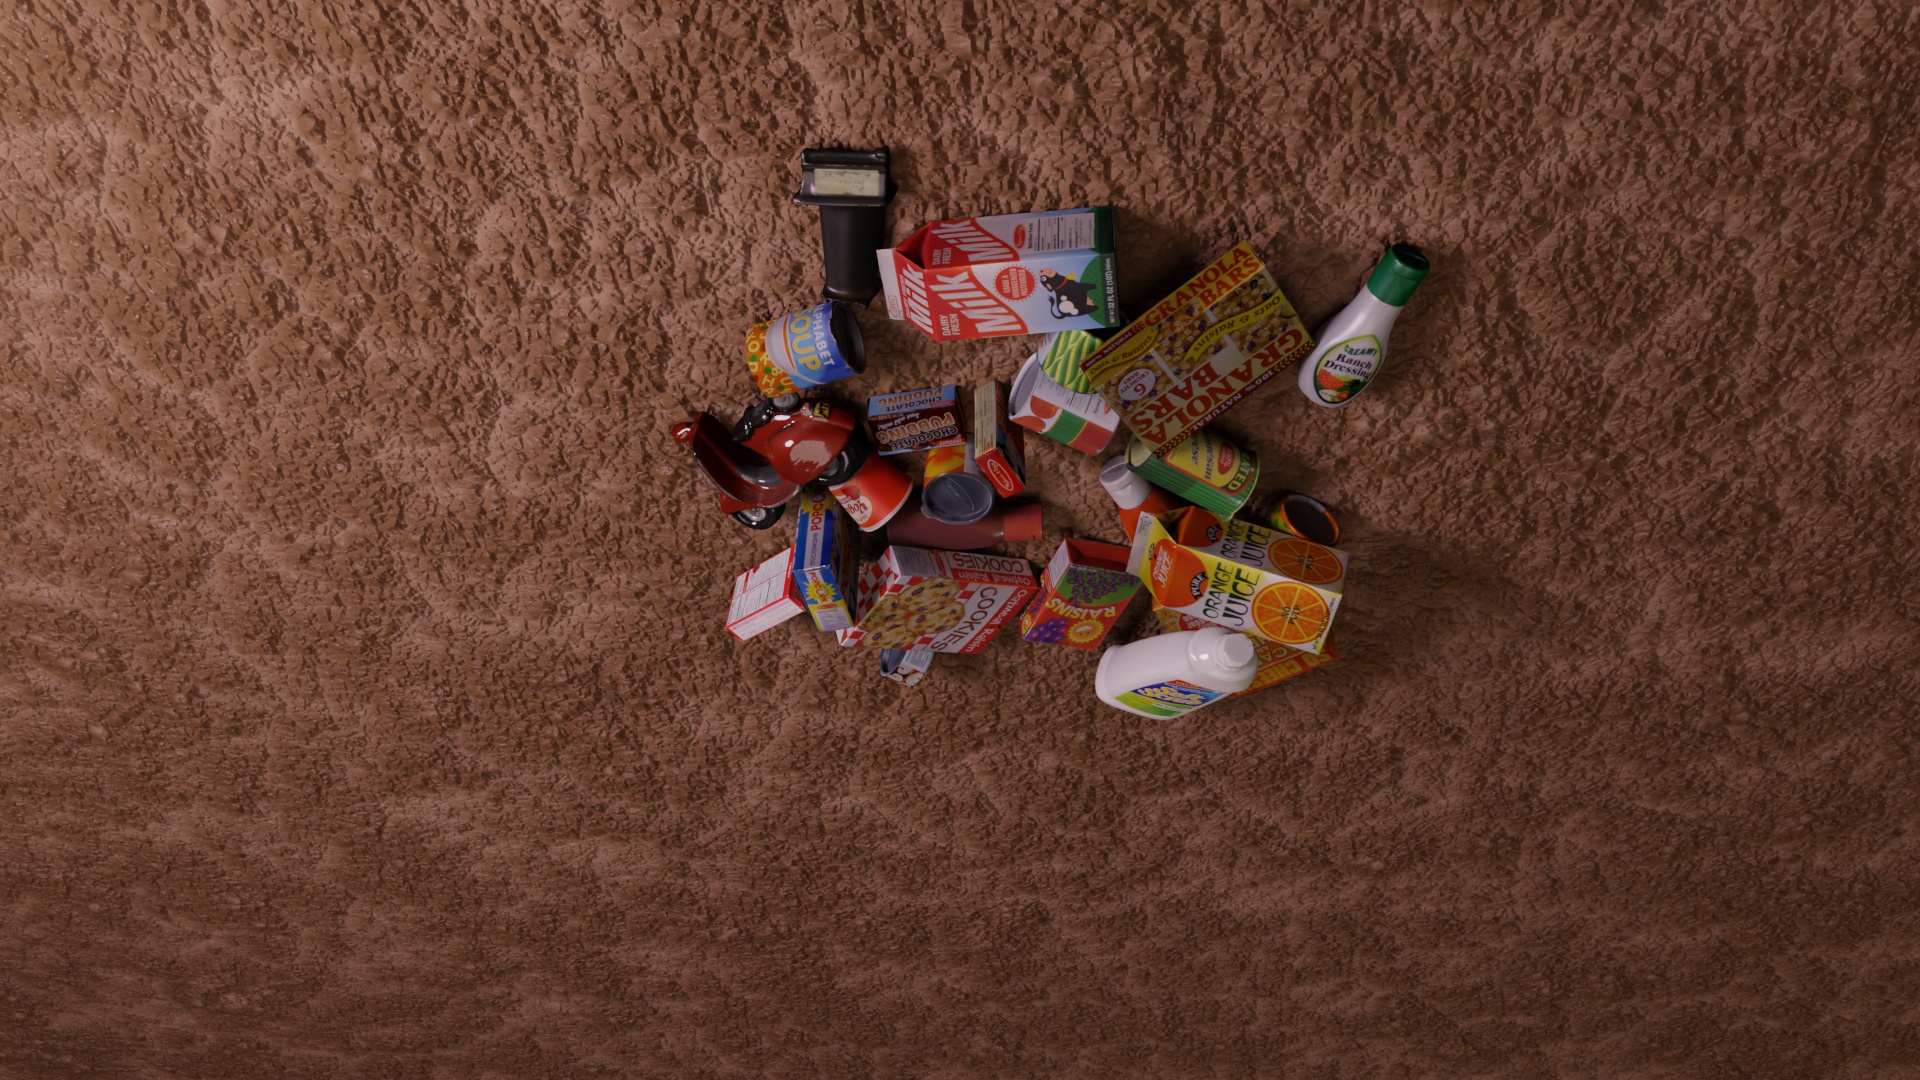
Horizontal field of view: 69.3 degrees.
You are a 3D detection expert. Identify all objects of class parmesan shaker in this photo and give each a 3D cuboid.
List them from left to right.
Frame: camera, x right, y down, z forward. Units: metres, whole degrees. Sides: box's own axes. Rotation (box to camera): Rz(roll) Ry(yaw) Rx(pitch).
[{"bbox_3d":[0.208,-0.069,1.253,0.103,0.072,0.071,24,131,-19],"label":"parmesan shaker"}]

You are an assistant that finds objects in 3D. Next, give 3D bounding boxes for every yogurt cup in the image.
[{"bbox_3d":[-0.086,-0.050,1.297,0.072,0.073,0.054,-32,116,30],"label":"yogurt cup"}]

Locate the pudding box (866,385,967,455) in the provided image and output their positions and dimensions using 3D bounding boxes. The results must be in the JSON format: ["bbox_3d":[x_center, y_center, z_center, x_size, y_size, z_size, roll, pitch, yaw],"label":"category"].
[{"bbox_3d":[-0.039,-0.108,1.259,0.084,0.030,0.049,-7,134,10],"label":"pudding box"}]

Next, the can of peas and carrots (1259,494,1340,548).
[{"bbox_3d":[0.317,0.000,1.315,0.071,0.071,0.058,19,132,-15],"label":"can of peas and carrots"}]

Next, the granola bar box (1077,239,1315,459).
[{"bbox_3d":[0.197,-0.153,1.144,0.165,0.039,0.124,-36,140,13],"label":"granola bar box"}]

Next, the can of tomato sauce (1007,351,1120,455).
[{"bbox_3d":[0.091,-0.119,1.217,0.083,0.071,0.070,22,132,-16],"label":"can of tomato sauce"}]

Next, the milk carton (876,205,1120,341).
[{"bbox_3d":[0.031,-0.214,1.122,0.190,0.074,0.072,-3,134,7],"label":"milk carton"}]

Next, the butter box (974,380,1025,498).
[{"bbox_3d":[0.035,-0.090,1.221,0.024,0.104,0.053,-23,127,19],"label":"butter box"}]

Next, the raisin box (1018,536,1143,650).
[{"bbox_3d":[0.121,0.055,1.395,0.086,0.040,0.122,9,136,-21],"label":"raisin box"}]

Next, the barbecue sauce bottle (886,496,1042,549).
[{"bbox_3d":[0.005,-0.017,1.336,0.148,0.044,0.064,-1,149,3],"label":"barbecue sauce bottle"}]

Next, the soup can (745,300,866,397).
[{"bbox_3d":[-0.133,-0.164,1.183,0.083,0.072,0.071,-14,132,17],"label":"soup can"}]

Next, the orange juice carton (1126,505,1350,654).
[{"bbox_3d":[0.250,0.030,1.273,0.193,0.073,0.071,17,126,10],"label":"orange juice carton"}]

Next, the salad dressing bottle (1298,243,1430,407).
[{"bbox_3d":[0.336,-0.178,1.159,0.064,0.044,0.146,13,134,-13],"label":"salad dressing bottle"}]

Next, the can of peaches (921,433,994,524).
[{"bbox_3d":[-0.003,-0.057,1.288,0.071,0.058,0.070,2,135,2],"label":"can of peaches"}]

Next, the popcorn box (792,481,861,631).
[{"bbox_3d":[-0.125,0.012,1.315,0.038,0.127,0.084,-10,133,9],"label":"popcorn box"}]

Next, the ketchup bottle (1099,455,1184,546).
[{"bbox_3d":[0.183,-0.021,1.323,0.064,0.044,0.148,-26,127,21],"label":"ketchup bottle"}]

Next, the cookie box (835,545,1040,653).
[{"bbox_3d":[-0.024,0.062,1.378,0.168,0.040,0.122,7,140,-35],"label":"cookie box"}]

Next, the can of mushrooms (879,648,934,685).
[{"bbox_3d":[-0.056,0.117,1.457,0.033,0.071,0.070,25,131,-20],"label":"can of mushrooms"}]

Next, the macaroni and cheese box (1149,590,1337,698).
[{"bbox_3d":[0.290,0.082,1.419,0.123,0.040,0.166,-27,127,27],"label":"macaroni and cheese box"}]

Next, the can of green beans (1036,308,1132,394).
[{"bbox_3d":[0.106,-0.166,1.169,0.071,0.071,0.057,18,132,-14],"label":"can of green beans"}]
